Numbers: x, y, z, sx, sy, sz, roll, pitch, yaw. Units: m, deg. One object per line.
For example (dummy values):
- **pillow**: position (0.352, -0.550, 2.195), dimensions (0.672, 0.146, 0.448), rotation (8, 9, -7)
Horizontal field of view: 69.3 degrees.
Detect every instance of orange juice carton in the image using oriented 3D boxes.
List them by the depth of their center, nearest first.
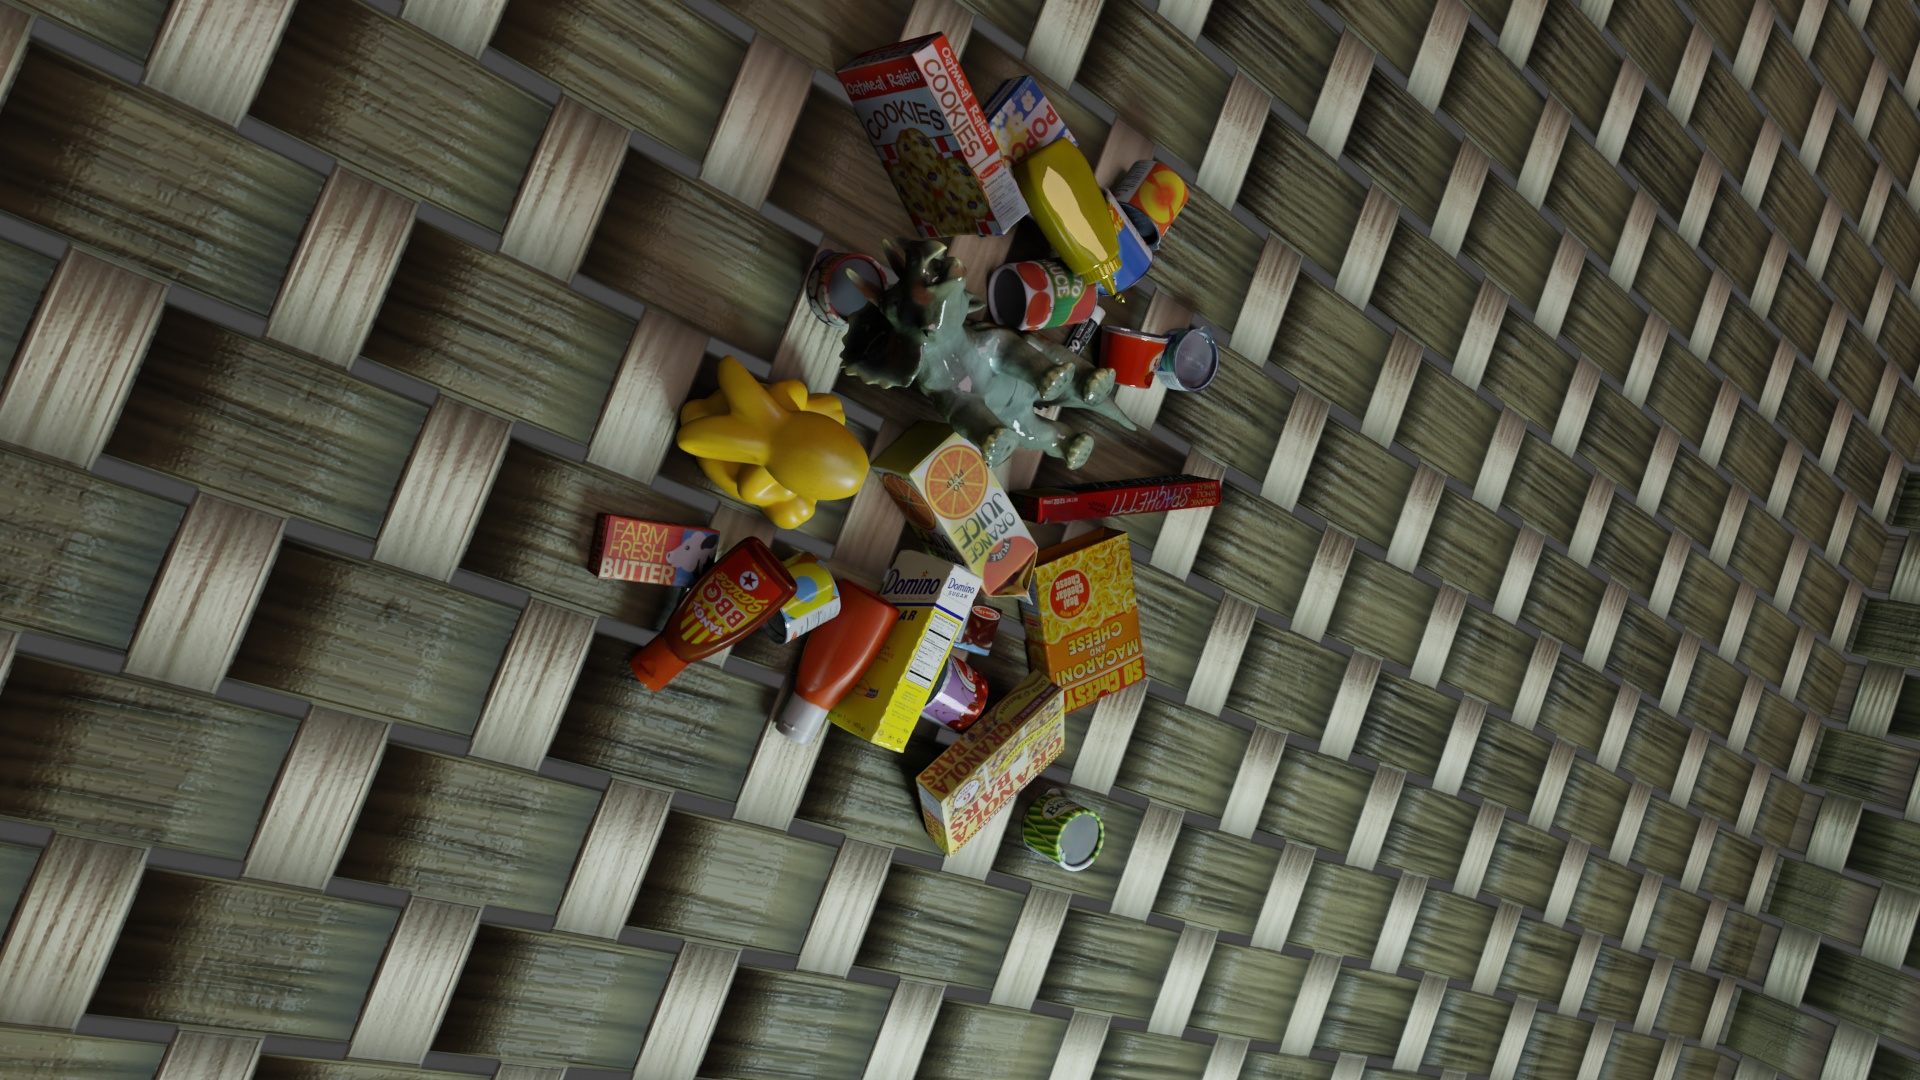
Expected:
- **orange juice carton**: position (0.005, -0.016, 1.305), dimensions (0.073, 0.072, 0.192), rotation (-44, 120, -20)

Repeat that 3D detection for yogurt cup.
- **yogurt cup**: position (0.170, -0.184, 1.397), dimensions (0.072, 0.072, 0.053), rotation (3, 105, -35)

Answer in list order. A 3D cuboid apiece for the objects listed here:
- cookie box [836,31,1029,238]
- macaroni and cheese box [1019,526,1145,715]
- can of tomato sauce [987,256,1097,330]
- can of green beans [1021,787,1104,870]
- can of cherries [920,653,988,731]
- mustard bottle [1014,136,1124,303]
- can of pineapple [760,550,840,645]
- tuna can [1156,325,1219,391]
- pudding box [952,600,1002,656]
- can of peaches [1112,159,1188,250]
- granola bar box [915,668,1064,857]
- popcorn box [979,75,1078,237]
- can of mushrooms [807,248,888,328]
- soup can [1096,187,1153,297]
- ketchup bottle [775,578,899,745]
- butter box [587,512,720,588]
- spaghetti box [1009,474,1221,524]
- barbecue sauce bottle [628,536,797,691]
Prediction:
- **cookie box**: position (-0.024, -0.344, 1.193), dimensions (0.040, 0.123, 0.167), rotation (-42, 119, -22)
- **macaroni and cheese box**: position (0.125, 0.084, 1.428), dimensions (0.124, 0.040, 0.166), rotation (-20, 109, -30)
- **can of tomato sauce**: position (0.078, -0.235, 1.319), dimensions (0.083, 0.071, 0.071), rotation (-14, 107, -32)
- **can of green beans**: position (0.107, 0.303, 1.445), dimensions (0.071, 0.058, 0.071), rotation (-7, 103, -34)
- **can of cherries**: position (-0.015, 0.140, 1.322), dimensions (0.058, 0.071, 0.071), rotation (34, 79, -35)
- **mustard bottle**: position (0.109, -0.287, 1.279), dimensions (0.065, 0.049, 0.160), rotation (-33, 105, -15)
- **can of pineapple**: position (-0.147, 0.048, 1.214), dimensions (0.058, 0.071, 0.070), rotation (-28, 114, -29)
- **tuna can**: position (0.239, -0.193, 1.462), dimensions (0.071, 0.033, 0.071), rotation (-8, 103, -34)
- **pudding box**: position (-0.004, 0.078, 1.342), dimensions (0.084, 0.030, 0.049), rotation (19, 87, -36)
- **can of peaches**: position (0.185, -0.333, 1.378), dimensions (0.071, 0.071, 0.058), rotation (43, 74, -33)
- **granola bar box**: position (0.032, 0.217, 1.355), dimensions (0.166, 0.039, 0.123), rotation (-40, 150, -23)
- **popcorn box**: position (0.042, -0.356, 1.290), dimensions (0.127, 0.038, 0.085), rotation (-53, 124, -16)
- **can of mushrooms**: position (-0.099, -0.221, 1.218), dimensions (0.071, 0.033, 0.071), rotation (-8, 104, -33)
- **soup can**: position (0.137, -0.289, 1.353), dimensions (0.071, 0.071, 0.083), rotation (-52, 122, -16)
- **ketchup bottle**: position (-0.116, 0.112, 1.252), dimensions (0.149, 0.065, 0.043), rotation (-61, 157, -1)
- **butter box**: position (-0.254, 0.009, 1.157), dimensions (0.103, 0.024, 0.053), rotation (10, 94, -36)
- **spaghetti box**: position (0.163, -0.044, 1.426), dimensions (0.251, 0.050, 0.028), rotation (-7, 104, -34)
- **barbecue sauce bottle**: position (-0.209, 0.065, 1.157), dimensions (0.148, 0.044, 0.065), rotation (-40, 89, 5)
